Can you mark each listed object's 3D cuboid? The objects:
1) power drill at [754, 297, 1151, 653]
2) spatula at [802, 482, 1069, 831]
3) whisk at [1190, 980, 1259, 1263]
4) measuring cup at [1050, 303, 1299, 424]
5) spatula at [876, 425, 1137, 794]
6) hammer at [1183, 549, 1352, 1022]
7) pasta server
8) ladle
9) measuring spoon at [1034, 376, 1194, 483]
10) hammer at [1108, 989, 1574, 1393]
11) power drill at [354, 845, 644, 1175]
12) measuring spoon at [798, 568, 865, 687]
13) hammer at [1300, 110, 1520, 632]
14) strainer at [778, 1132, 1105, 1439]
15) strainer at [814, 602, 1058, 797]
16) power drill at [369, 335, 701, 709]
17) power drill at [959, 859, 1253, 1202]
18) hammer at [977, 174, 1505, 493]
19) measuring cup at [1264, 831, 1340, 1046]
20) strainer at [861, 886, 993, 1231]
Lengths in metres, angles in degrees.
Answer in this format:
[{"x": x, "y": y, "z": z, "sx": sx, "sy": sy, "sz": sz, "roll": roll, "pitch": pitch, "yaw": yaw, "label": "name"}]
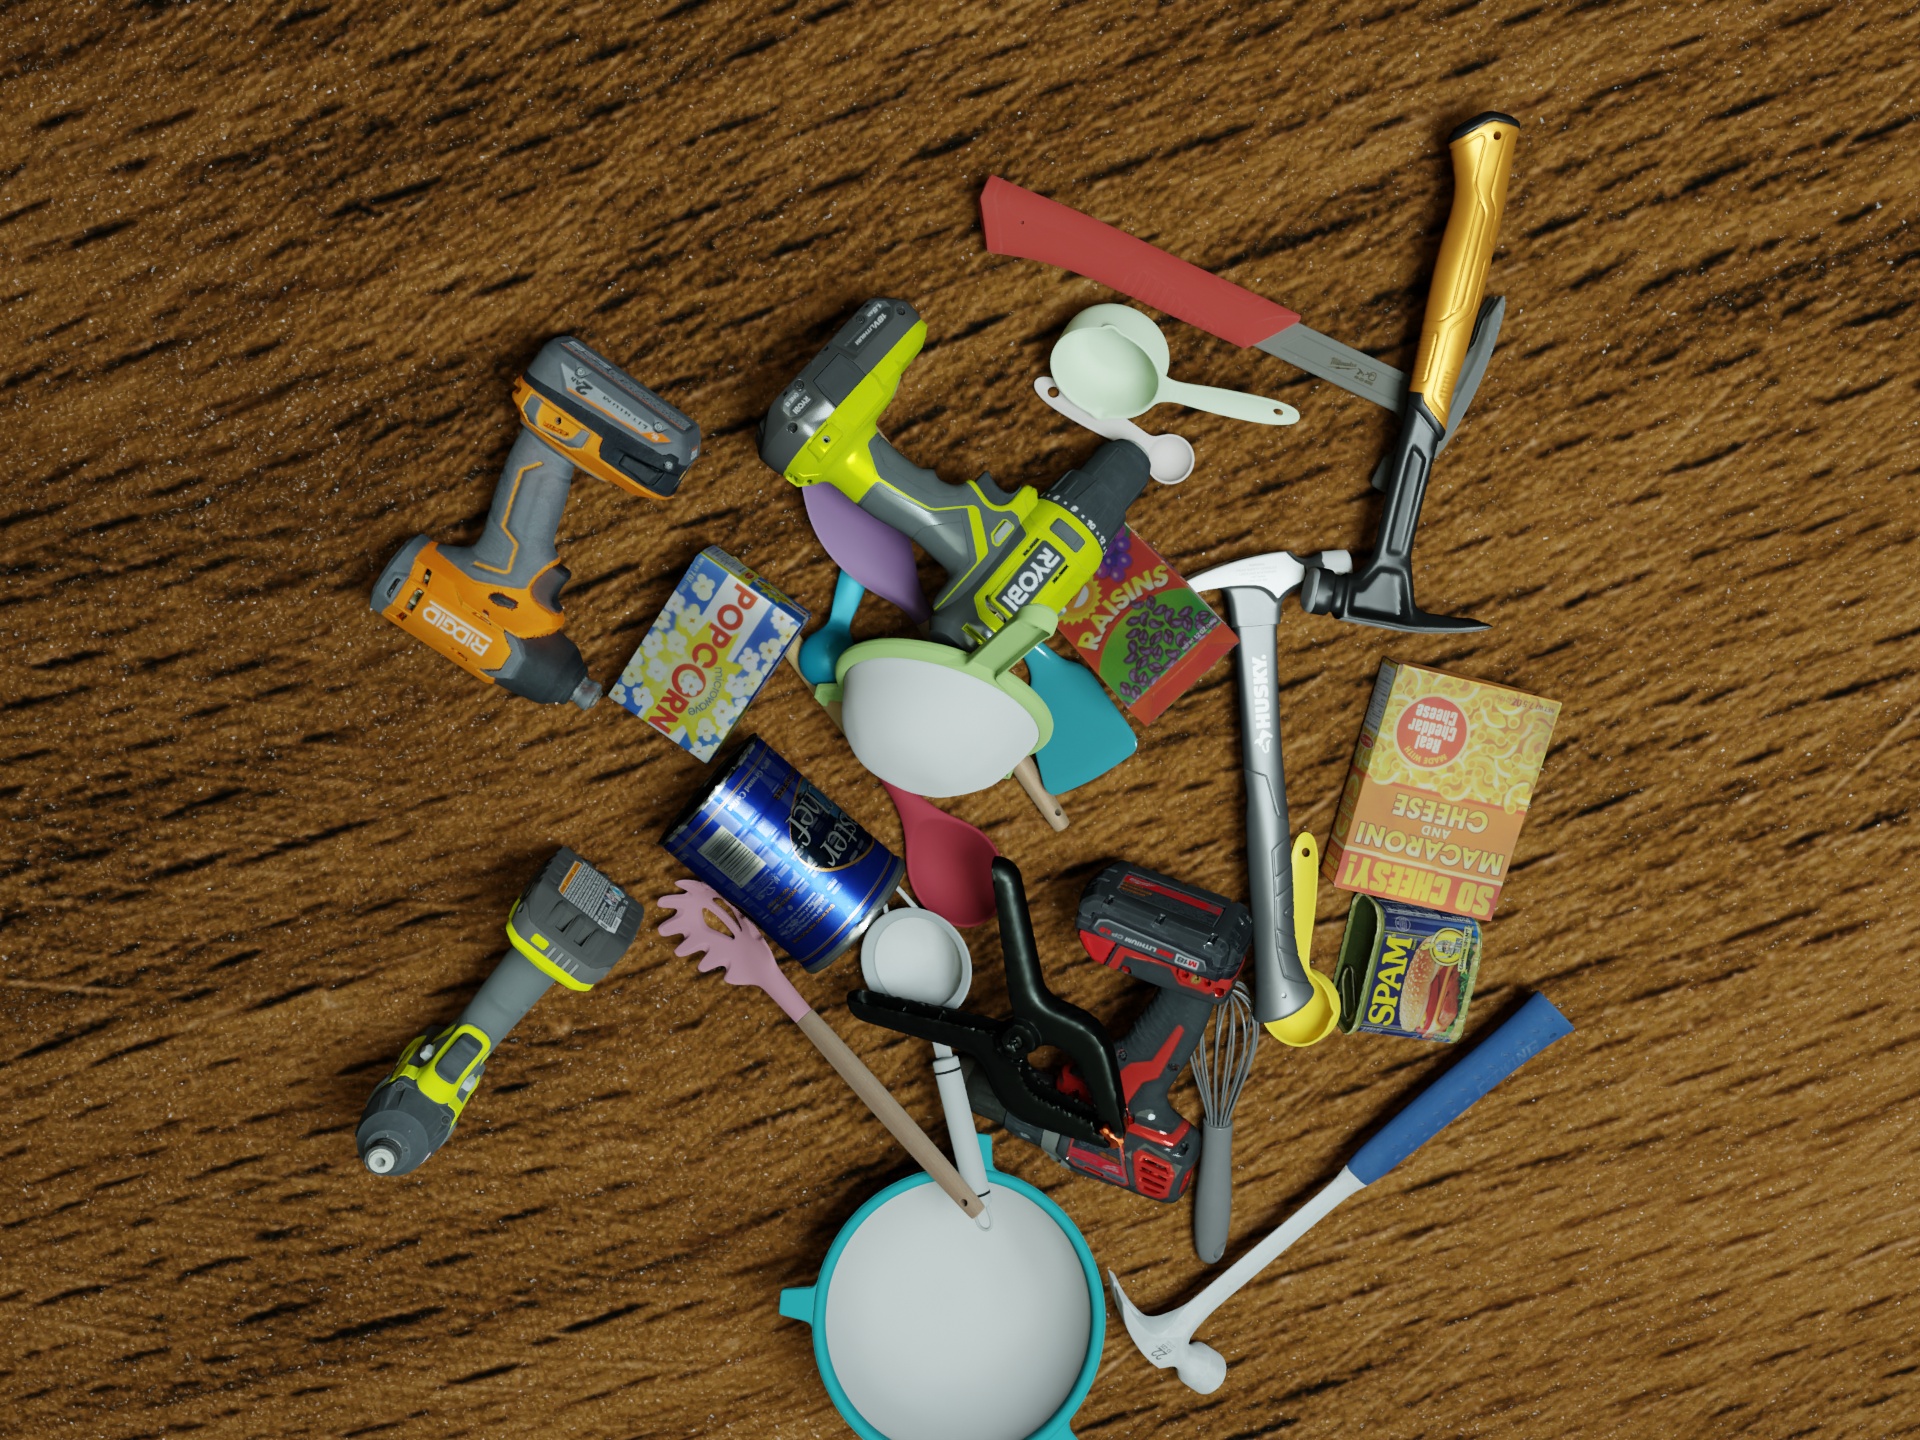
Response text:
[{"x": -0.001, "y": -0.165, "z": 1.046, "sx": 0.228, "sy": 0.080, "sz": 0.190, "roll": 42, "pitch": 78, "yaw": -6, "label": "power drill"}, {"x": -0.012, "y": -0.049, "z": 1.116, "sx": 0.060, "sy": 0.018, "sz": 0.315, "roll": -40, "pitch": 105, "yaw": -23, "label": "spatula"}, {"x": 0.192, "y": 0.304, "z": 1.192, "sx": 0.055, "sy": 0.055, "sz": 0.239, "roll": 0, "pitch": 106, "yaw": -2, "label": "whisk"}, {"x": 0.144, "y": -0.229, "z": 1.049, "sx": 0.167, "sy": 0.038, "sz": 0.083, "roll": 16, "pitch": 146, "yaw": 10, "label": "measuring cup"}, {"x": 0.008, "y": -0.095, "z": 1.100, "sx": 0.082, "sy": 0.044, "sz": 0.317, "roll": -31, "pitch": 101, "yaw": 32, "label": "spatula"}, {"x": 0.210, "y": 0.050, "z": 1.128, "sx": 0.146, "sy": 0.035, "sz": 0.335, "roll": -5, "pitch": 96, "yaw": -1, "label": "hammer"}, {"x": -0.096, "y": 0.233, "z": 1.131, "sx": 0.316, "sy": 0.040, "sz": 0.060, "roll": 47, "pitch": 109, "yaw": 7, "label": "pasta server"}, {"x": -0.071, "y": 0.014, "z": 1.130, "sx": 0.069, "sy": 0.031, "sz": 0.315, "roll": -34, "pitch": 99, "yaw": 9, "label": "ladle"}, {"x": 0.105, "y": -0.202, "z": 1.098, "sx": 0.124, "sy": 0.018, "sz": 0.034, "roll": 30, "pitch": 88, "yaw": -1, "label": "measuring spoon"}, {"x": 0.284, "y": 0.343, "z": 1.185, "sx": 0.405, "sy": 0.035, "sz": 0.144, "roll": -43, "pitch": 119, "yaw": 8, "label": "hammer"}, {"x": -0.322, "y": 0.205, "z": 1.091, "sx": 0.080, "sy": 0.171, "sz": 0.223, "roll": 40, "pitch": 95, "yaw": -10, "label": "power drill"}, {"x": -0.078, "y": -0.084, "z": 1.100, "sx": 0.042, "sy": 0.021, "sz": 0.128, "roll": 17, "pitch": 91, "yaw": -10, "label": "measuring spoon"}, {"x": 0.322, "y": -0.225, "z": 1.053, "sx": 0.127, "sy": 0.034, "sz": 0.337, "roll": 9, "pitch": 101, "yaw": -4, "label": "hammer"}, {"x": 0.036, "y": 0.484, "z": 1.174, "sx": 0.211, "sy": 0.095, "sz": 0.340, "roll": -38, "pitch": 86, "yaw": -9, "label": "strainer"}, {"x": -0.002, "y": -0.003, "z": 1.000, "sx": 0.151, "sy": 0.256, "sz": 0.069, "roll": 23, "pitch": 68, "yaw": -12, "label": "strainer"}, {"x": -0.269, "y": -0.122, "z": 1.068, "sx": 0.164, "sy": 0.084, "sz": 0.226, "roll": 35, "pitch": 103, "yaw": -10, "label": "power drill"}, {"x": 0.099, "y": 0.219, "z": 1.135, "sx": 0.188, "sy": 0.080, "sz": 0.226, "roll": 19, "pitch": 110, "yaw": 16, "label": "power drill"}, {"x": 0.181, "y": -0.285, "z": 1.069, "sx": 0.359, "sy": 0.037, "sz": 0.149, "roll": 23, "pitch": 100, "yaw": -7, "label": "hammer"}, {"x": 0.255, "y": 0.160, "z": 1.173, "sx": 0.062, "sy": 0.029, "sz": 0.156, "roll": 3, "pitch": 89, "yaw": 34, "label": "measuring cup"}, {"x": -0.013, "y": 0.240, "z": 1.147, "sx": 0.087, "sy": 0.050, "sz": 0.258, "roll": -15, "pitch": 86, "yaw": 24, "label": "strainer"}]
